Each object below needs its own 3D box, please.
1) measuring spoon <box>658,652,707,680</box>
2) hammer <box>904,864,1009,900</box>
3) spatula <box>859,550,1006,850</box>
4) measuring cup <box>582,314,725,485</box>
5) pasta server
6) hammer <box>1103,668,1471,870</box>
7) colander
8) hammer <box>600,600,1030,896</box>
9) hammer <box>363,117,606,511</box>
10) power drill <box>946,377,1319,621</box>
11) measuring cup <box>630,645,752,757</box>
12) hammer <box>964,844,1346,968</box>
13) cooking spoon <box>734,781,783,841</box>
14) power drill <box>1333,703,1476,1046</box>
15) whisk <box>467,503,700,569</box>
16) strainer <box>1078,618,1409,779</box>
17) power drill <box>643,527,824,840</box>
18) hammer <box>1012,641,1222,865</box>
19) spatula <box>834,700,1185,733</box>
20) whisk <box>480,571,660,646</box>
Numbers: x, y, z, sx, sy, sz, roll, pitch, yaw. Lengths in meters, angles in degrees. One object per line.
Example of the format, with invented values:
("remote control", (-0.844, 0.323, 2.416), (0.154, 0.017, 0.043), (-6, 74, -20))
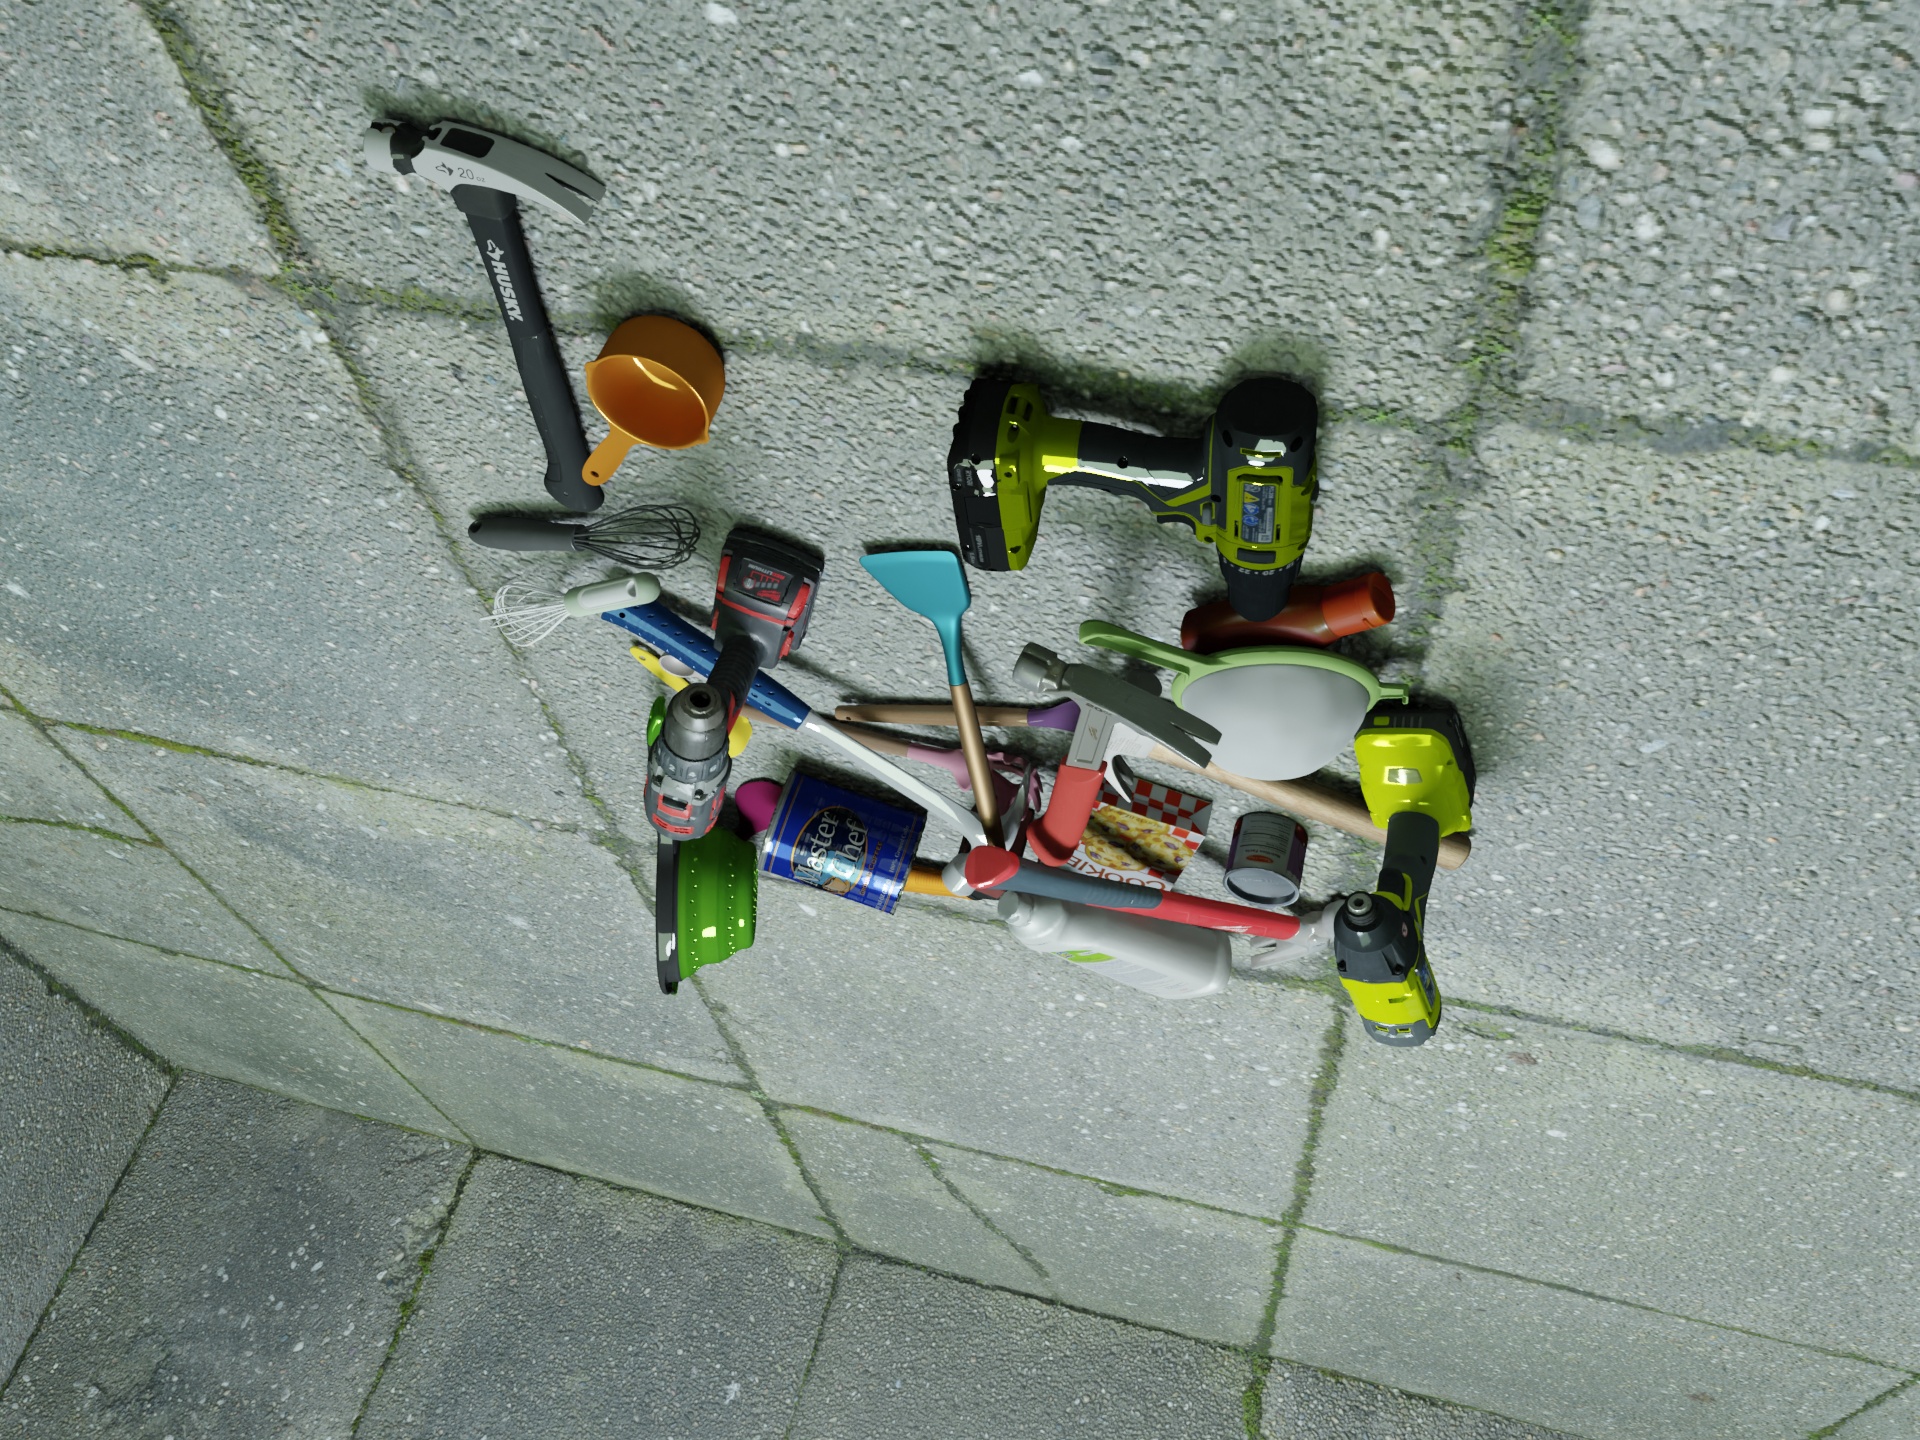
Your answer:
("measuring spoon", (-0.209, -0.042, 1.430), (0.124, 0.018, 0.034), (17, 149, -11))
("hammer", (-0.014, 0.171, 1.635), (0.337, 0.034, 0.127), (9, 146, 16))
("spatula", (-0.002, -0.004, 1.291), (0.082, 0.044, 0.317), (-1, 122, 23))
("measuring cup", (-0.226, -0.221, 1.119), (0.095, 0.052, 0.173), (31, 149, -19))
("pasta server", (-0.074, 0.024, 1.434), (0.316, 0.040, 0.060), (14, 124, 11))
("hammer", (0.261, 0.057, 1.302), (0.331, 0.031, 0.130), (20, 141, -7))
("colander", (-0.252, 0.123, 1.580), (0.094, 0.205, 0.396), (1, 137, -4))
("hammer", (-0.123, 0.000, 1.372), (0.405, 0.035, 0.144), (33, 124, -7))
("hammer", (-0.293, -0.262, 1.105), (0.146, 0.035, 0.334), (14, 149, 9))
("power drill", (0.116, -0.142, 1.040), (0.228, 0.080, 0.190), (7, 146, 13))
("measuring cup", (-0.255, -0.015, 1.474), (0.062, 0.029, 0.156), (-8, 142, 37))
("hammer", (0.168, 0.168, 1.428), (0.386, 0.038, 0.143), (14, 153, -27))
("cooking spoon", (-0.242, 0.134, 1.711), (0.068, 0.017, 0.318), (27, 147, -12))
("power drill", (0.322, 0.104, 1.171), (0.080, 0.223, 0.171), (-1, 144, 28))
("whisk", (-0.307, -0.150, 1.282), (0.239, 0.055, 0.055), (6, 147, 28))
("strainer", (0.185, -0.008, 1.126), (0.256, 0.069, 0.151), (16, 156, -32))
("power drill", (-0.177, -0.036, 1.210), (0.080, 0.227, 0.187), (20, 149, -3))
("hammer", (0.101, 0.051, 1.246), (0.149, 0.037, 0.358), (27, 159, 8))
("spatula", (0.034, -0.005, 1.351), (0.316, 0.018, 0.059), (1, 142, 24))
("whisk", (-0.328, -0.099, 1.335), (0.246, 0.058, 0.059), (-5, -174, 45))
